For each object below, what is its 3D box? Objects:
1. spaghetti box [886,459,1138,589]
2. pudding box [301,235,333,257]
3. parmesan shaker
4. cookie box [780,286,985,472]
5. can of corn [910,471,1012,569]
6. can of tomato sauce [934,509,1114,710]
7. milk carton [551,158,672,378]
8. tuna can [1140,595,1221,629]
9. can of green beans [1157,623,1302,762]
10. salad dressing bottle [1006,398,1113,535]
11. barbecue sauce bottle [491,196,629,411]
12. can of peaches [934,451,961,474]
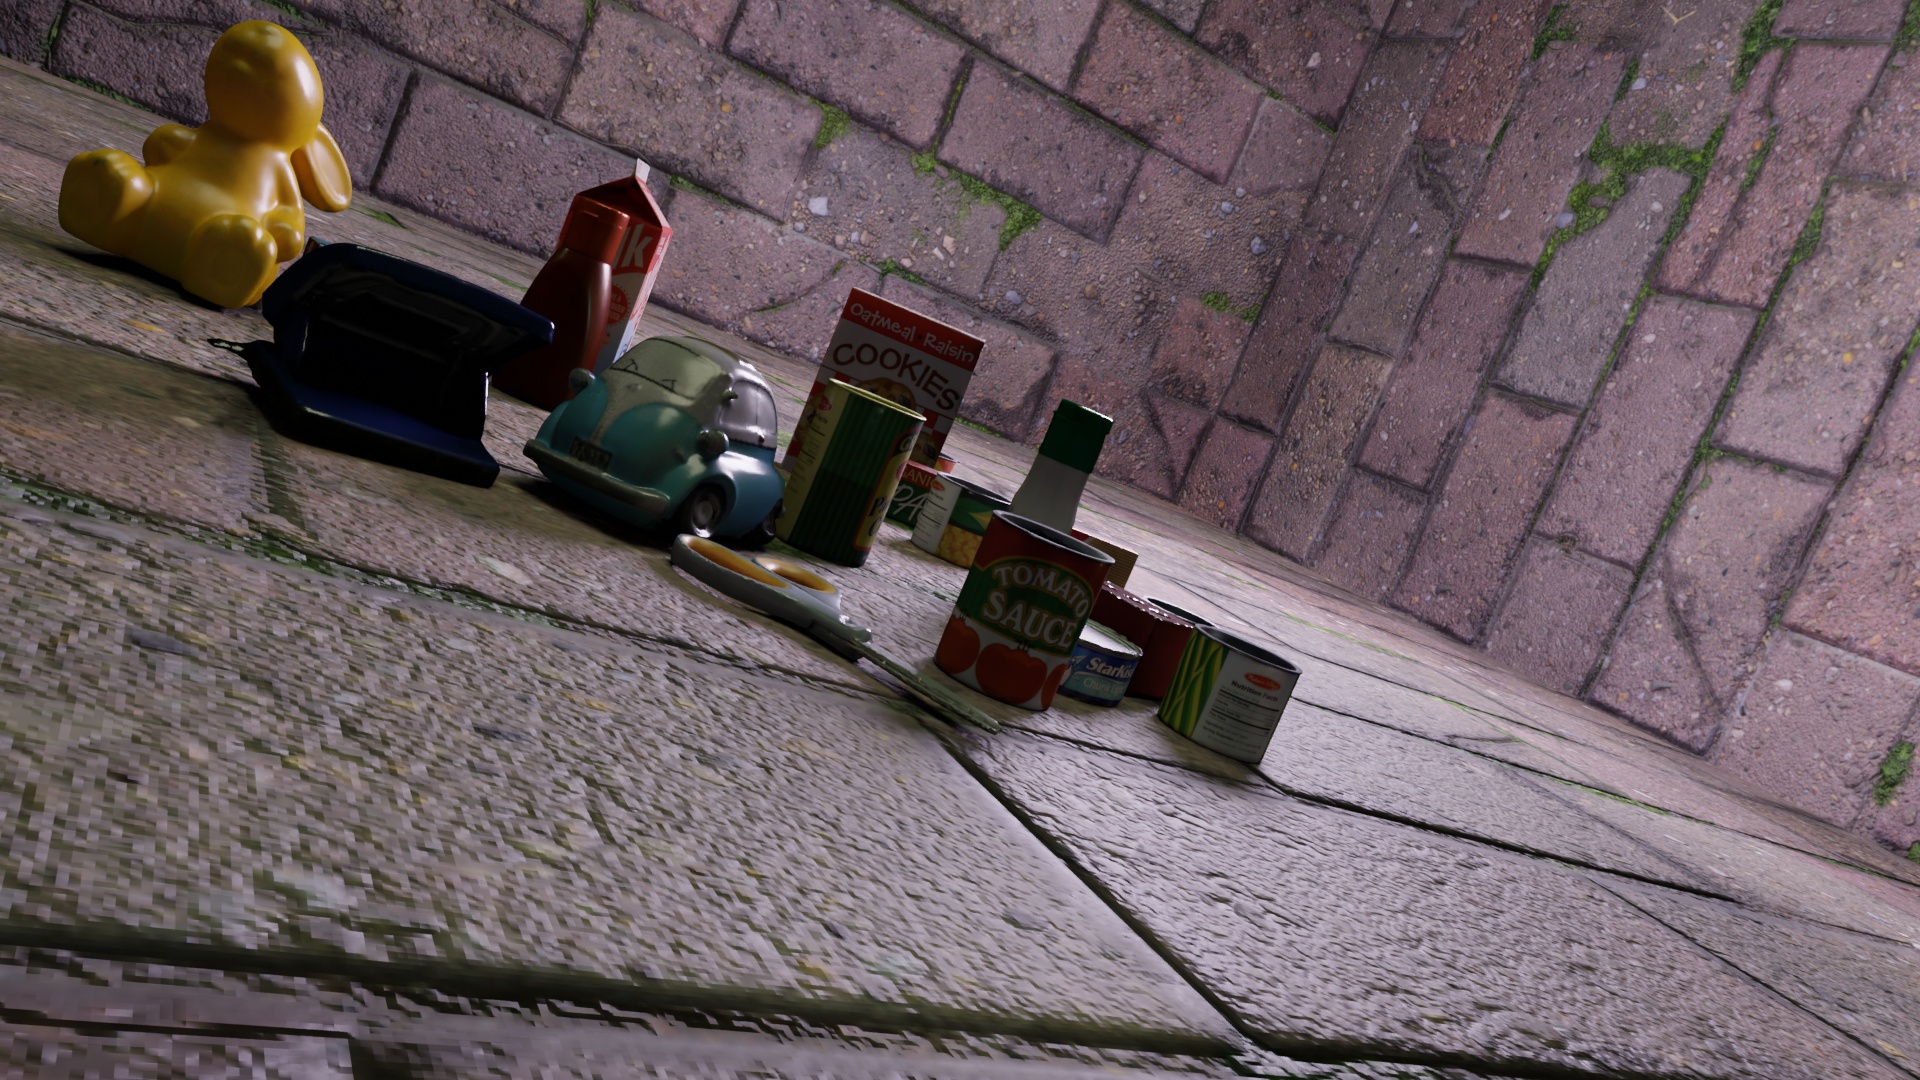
[{"bbox_3d":[0.029,-0.012,1.177,0.250,0.050,0.029,21,7,-11],"label":"spaghetti box"},{"bbox_3d":[-0.434,-0.181,1.003,0.084,0.049,0.030,17,9,-41],"label":"pudding box"},{"bbox_3d":[-0.072,-0.043,0.880,0.071,0.103,0.071,22,7,-3],"label":"parmesan shaker"},{"bbox_3d":[-0.066,-0.119,1.197,0.123,0.167,0.040,22,7,-5],"label":"cookie box"},{"bbox_3d":[0.004,-0.013,1.076,0.071,0.058,0.071,22,7,-3],"label":"can of corn"},{"bbox_3d":[0.032,0.035,0.702,0.071,0.083,0.071,22,7,-3],"label":"can of tomato sauce"},{"bbox_3d":[-0.283,-0.208,1.094,0.073,0.190,0.072,22,7,-10],"label":"milk carton"},{"bbox_3d":[0.160,0.069,1.053,0.071,0.032,0.071,22,7,-3],"label":"tuna can"},{"bbox_3d":[0.154,0.087,0.797,0.071,0.057,0.071,22,7,-3],"label":"can of green beans"},{"bbox_3d":[0.052,-0.016,0.883,0.044,0.147,0.064,23,7,-2],"label":"salad dressing bottle"},{"bbox_3d":[-0.278,-0.168,0.985,0.065,0.148,0.044,24,7,7],"label":"barbecue sauce bottle"},{"bbox_3d":[-0.042,-0.058,1.263,0.071,0.058,0.071,22,7,-3],"label":"can of peaches"}]
